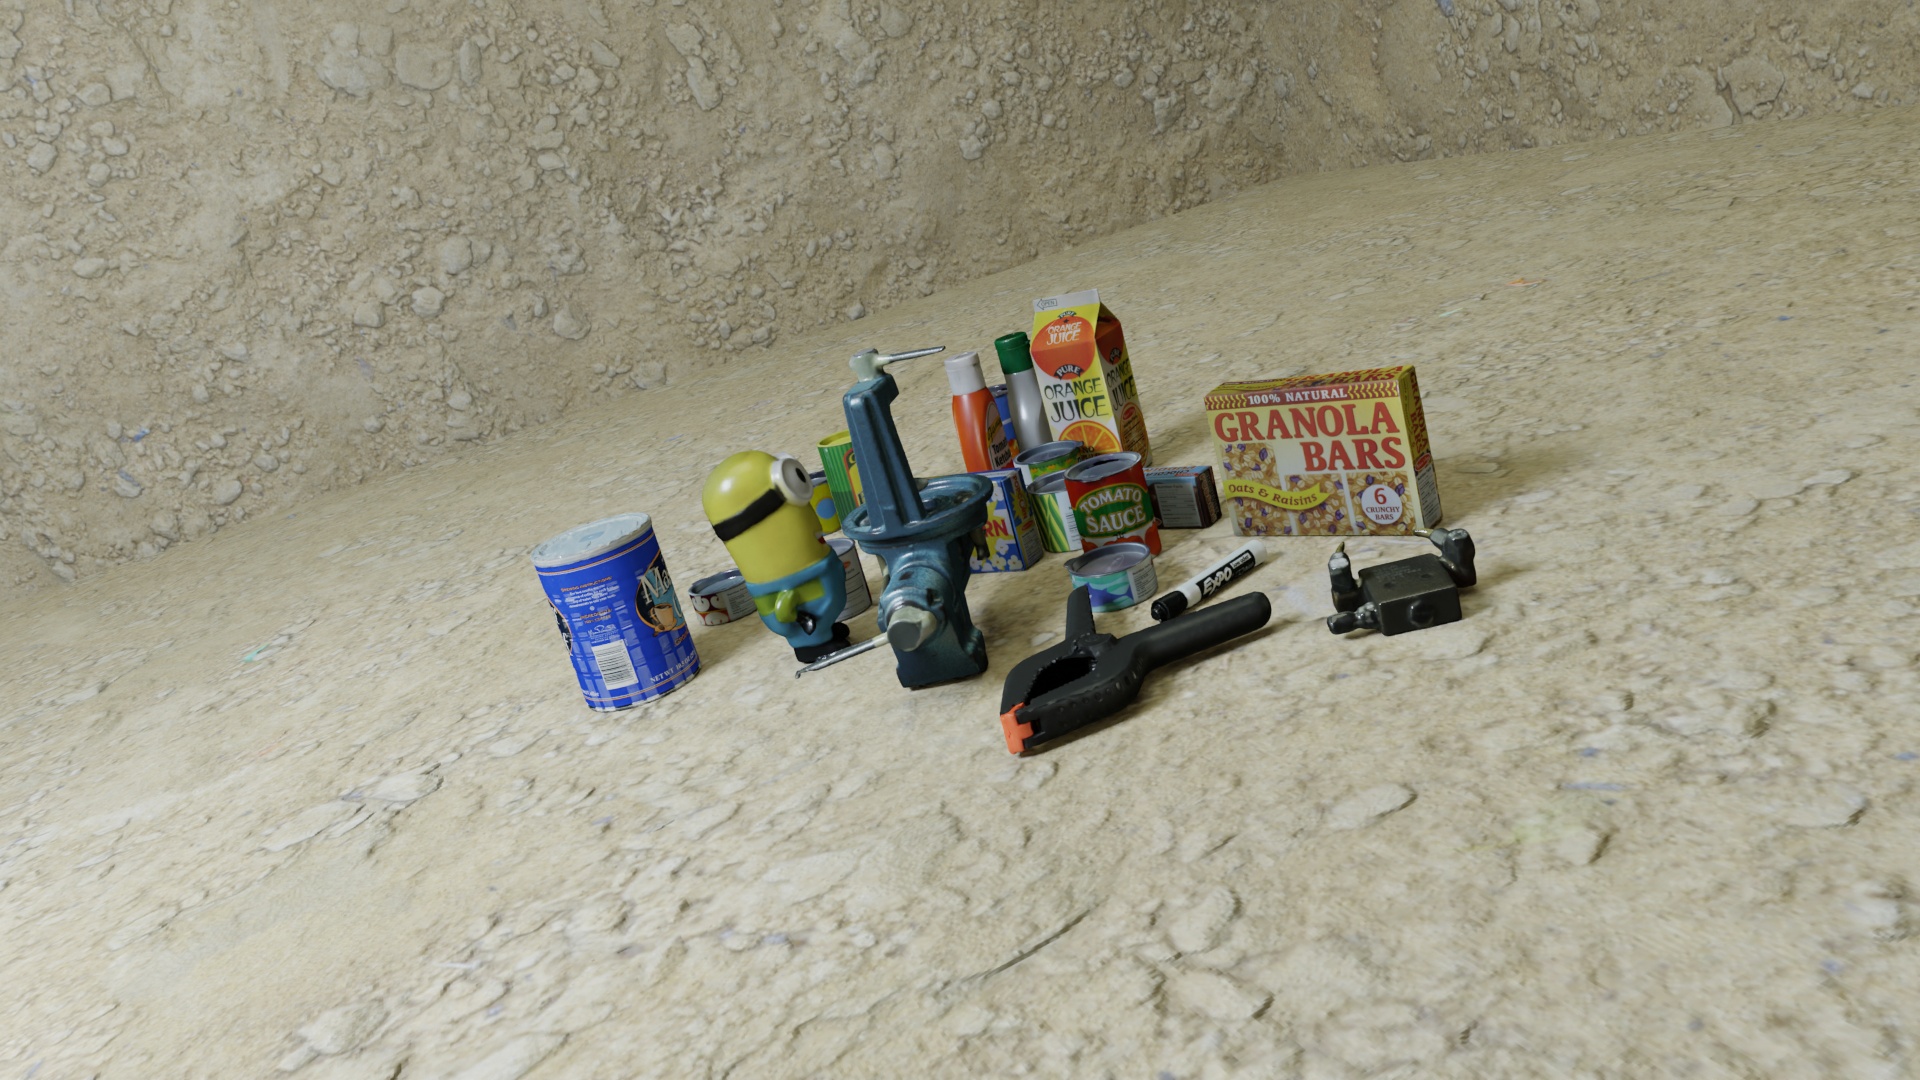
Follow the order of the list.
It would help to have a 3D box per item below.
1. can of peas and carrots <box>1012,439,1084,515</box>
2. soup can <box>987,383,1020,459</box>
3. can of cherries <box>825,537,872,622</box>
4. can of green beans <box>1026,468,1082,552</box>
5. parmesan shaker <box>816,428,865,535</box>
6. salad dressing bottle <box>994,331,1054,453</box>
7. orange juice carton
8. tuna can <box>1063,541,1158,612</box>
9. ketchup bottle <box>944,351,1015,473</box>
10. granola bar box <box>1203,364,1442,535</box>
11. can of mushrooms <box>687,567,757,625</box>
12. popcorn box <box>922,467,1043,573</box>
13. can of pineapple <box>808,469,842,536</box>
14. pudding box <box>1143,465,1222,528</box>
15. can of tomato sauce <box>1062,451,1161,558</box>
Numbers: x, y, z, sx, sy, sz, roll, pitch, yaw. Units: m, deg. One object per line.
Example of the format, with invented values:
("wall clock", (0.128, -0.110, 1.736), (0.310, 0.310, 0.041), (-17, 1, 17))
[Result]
("can of peas and carrots", (0.092, -0.060, 1.350), (0.071, 0.058, 0.071), (-15, 16, 5))
("soup can", (0.041, -0.128, 1.572), (0.071, 0.083, 0.071), (-15, 16, 5))
("can of cherries", (-0.118, 0.036, 1.234), (0.071, 0.058, 0.072), (-15, 16, 5))
("can of green beans", (0.098, -0.028, 1.242), (0.071, 0.057, 0.071), (-15, 16, 5))
("parmesan shaker", (-0.103, -0.063, 1.464), (0.071, 0.102, 0.071), (-15, 16, 5))
("salad dressing bottle", (0.073, -0.151, 1.506), (0.044, 0.147, 0.064), (-9, 18, 24))
("orange juice carton", (0.127, -0.152, 1.381), (0.071, 0.192, 0.073), (-6, 19, 30))
("tuna can", (0.117, 0.029, 1.086), (0.071, 0.032, 0.071), (-15, 17, 5))
("ketchup bottle", (0.019, -0.123, 1.465), (0.043, 0.148, 0.065), (-7, 19, 29))
("granola bar box", (0.281, -0.067, 1.083), (0.165, 0.124, 0.039), (0, 23, 43))
("can of mushrooms", (-0.224, 0.053, 1.321), (0.071, 0.033, 0.071), (-15, 17, 5))
("popcorn box", (0.004, -0.016, 1.241), (0.126, 0.085, 0.038), (-4, 20, 35))
("can of pineapple", (-0.157, -0.040, 1.515), (0.071, 0.057, 0.071), (-15, 16, 5))
("pudding box", (0.181, -0.038, 1.210), (0.083, 0.049, 0.030), (-1, 22, 41))
("can of tomato sauce", (0.127, -0.024, 1.157), (0.071, 0.083, 0.071), (-15, 16, 5))
